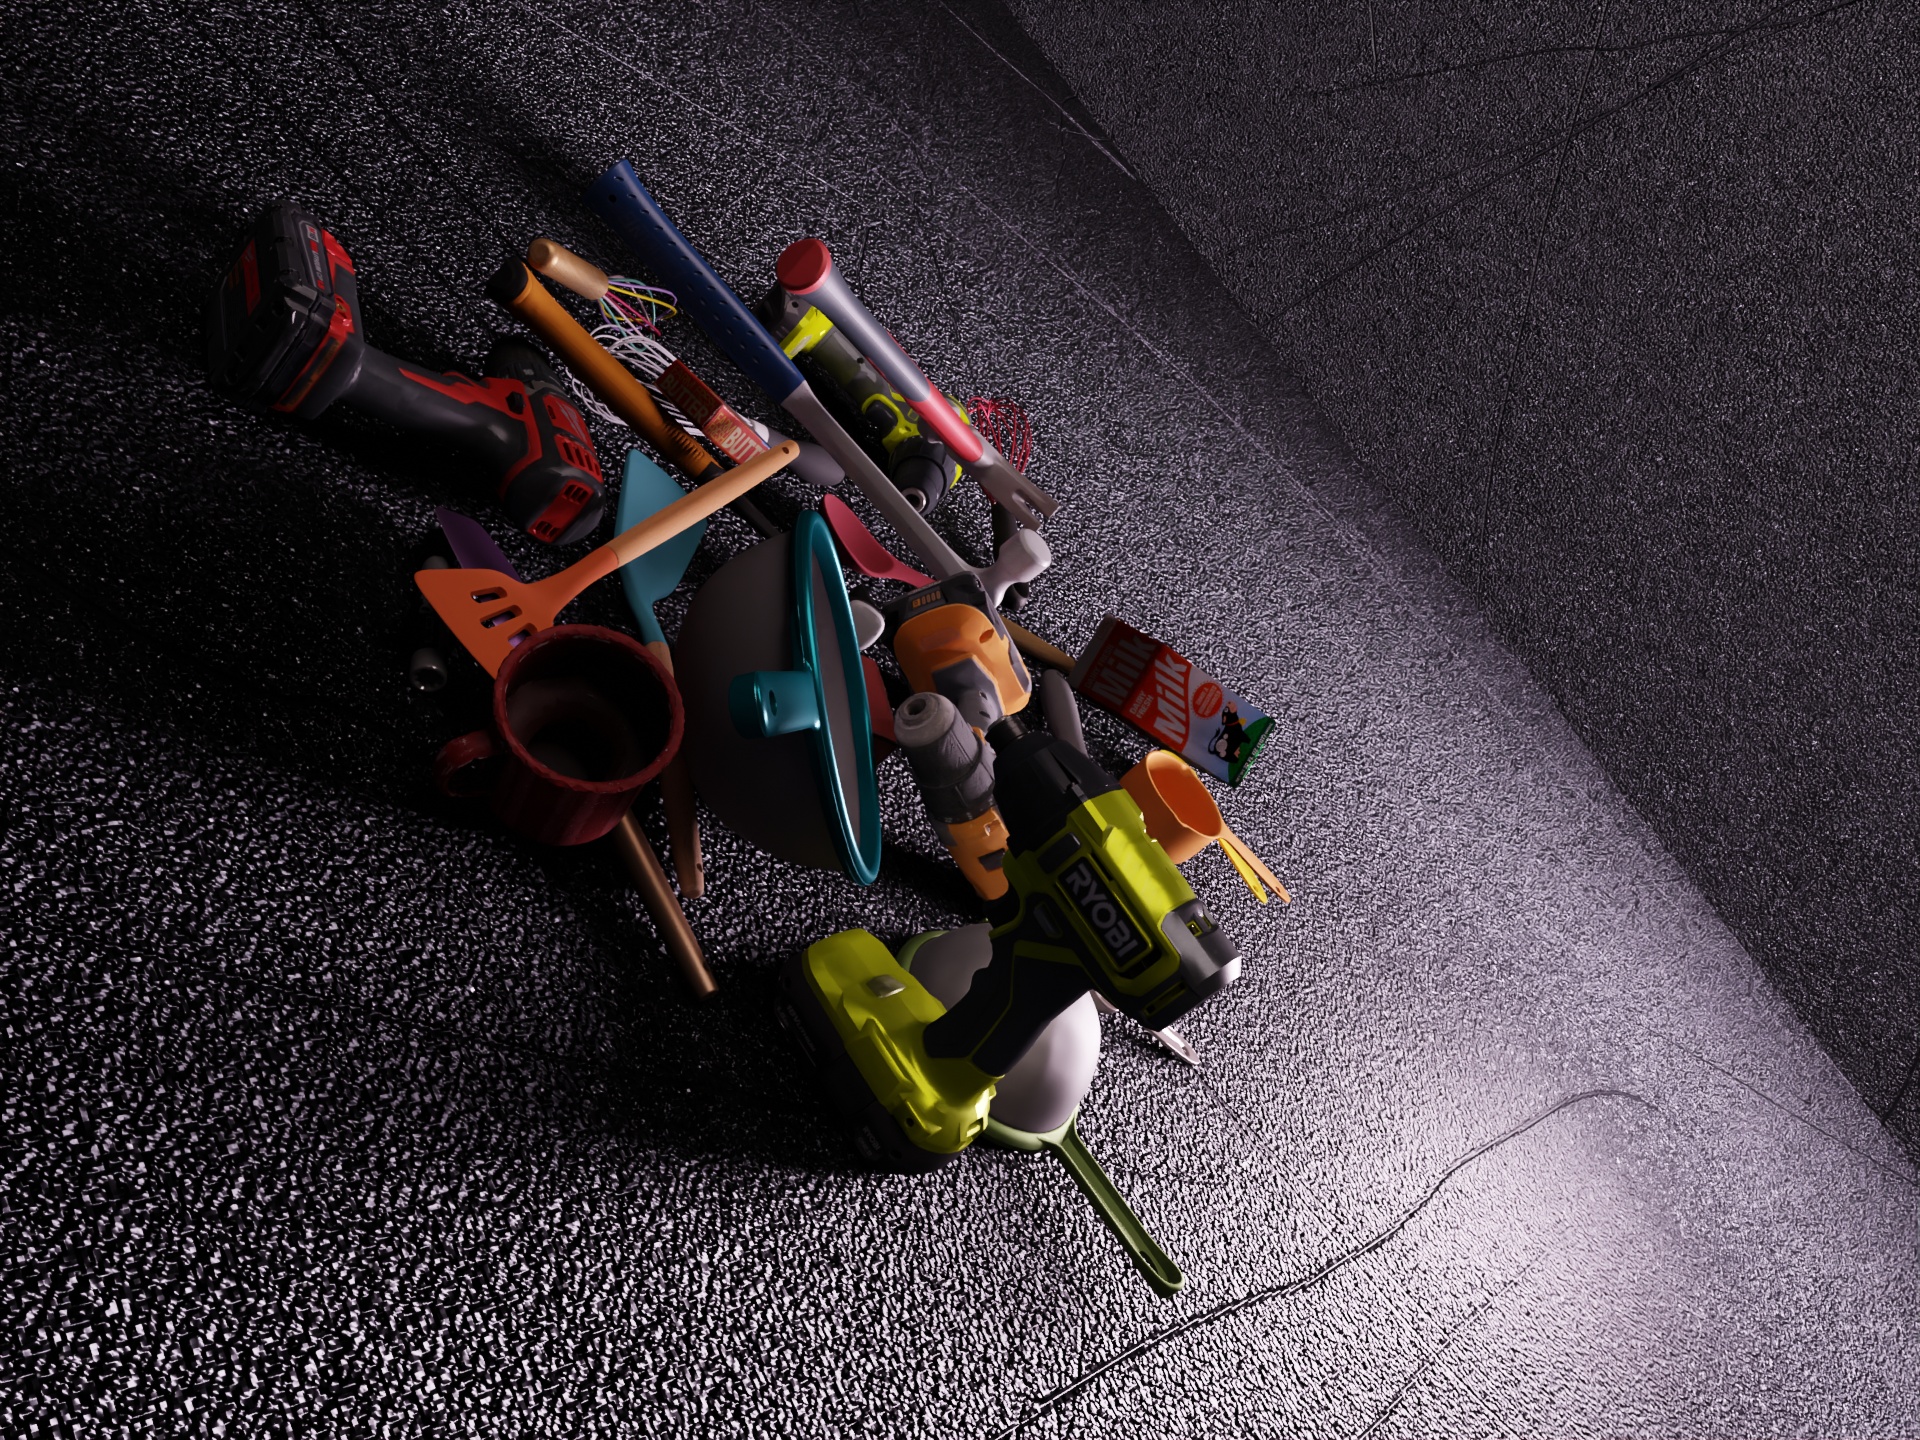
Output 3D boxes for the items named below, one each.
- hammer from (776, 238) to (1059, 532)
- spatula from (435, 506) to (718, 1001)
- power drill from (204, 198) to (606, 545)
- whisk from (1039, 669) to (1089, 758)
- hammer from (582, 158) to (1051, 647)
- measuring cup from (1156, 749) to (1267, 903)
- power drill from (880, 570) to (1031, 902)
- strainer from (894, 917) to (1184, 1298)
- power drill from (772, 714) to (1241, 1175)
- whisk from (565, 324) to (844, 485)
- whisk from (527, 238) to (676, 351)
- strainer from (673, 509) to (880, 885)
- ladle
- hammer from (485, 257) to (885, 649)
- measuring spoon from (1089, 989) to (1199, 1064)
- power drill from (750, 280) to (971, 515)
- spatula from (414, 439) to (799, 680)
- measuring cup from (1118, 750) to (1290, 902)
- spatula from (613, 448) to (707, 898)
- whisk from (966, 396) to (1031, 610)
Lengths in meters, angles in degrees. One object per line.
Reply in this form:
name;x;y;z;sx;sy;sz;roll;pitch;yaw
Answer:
hammer;-0.029;-0.239;1.155;0.143;0.038;0.386;45;6;19
spatula;-0.207;0.012;0.863;0.316;0.018;0.059;59;13;17
power drill;-0.320;-0.210;0.947;0.226;0.080;0.188;26;26;-42
whisk;0.087;0.031;1.254;0.055;0.055;0.239;32;26;-27
hammer;-0.118;-0.223;1.142;0.405;0.144;0.035;48;28;-12
measuring cup;0.207;0.096;1.357;0.157;0.029;0.062;57;28;13
power drill;-0.002;-0.003;1.072;0.226;0.084;0.185;-99;164;-46
strainer;0.065;0.216;0.938;0.256;0.069;0.151;53;27;15
power drill;0.012;0.119;0.822;0.171;0.223;0.080;55;27;14
whisk;-0.178;-0.224;1.196;0.284;0.070;0.070;15;40;-54
whisk;-0.257;-0.305;1.135;0.047;0.051;0.245;24;7;4
strainer;-0.112;-0.005;0.826;0.340;0.095;0.211;-23;104;-86
ladle;-0.003;-0.099;1.313;0.315;0.031;0.069;27;36;-38
hammer;-0.181;-0.178;1.072;0.336;0.034;0.127;44;3;-15
measuring spoon;0.123;0.210;1.099;0.124;0.018;0.034;40;27;-29
power drill;-0.088;-0.283;1.384;0.228;0.080;0.191;42;27;-17
spatula;-0.187;-0.110;0.939;0.081;0.041;0.323;51;43;-4
measuring cup;0.195;0.103;1.303;0.173;0.052;0.095;44;27;-11
spatula;-0.172;-0.030;0.953;0.082;0.044;0.318;45;22;-48
whisk;0.039;-0.210;1.495;0.073;0.073;0.296;29;38;-32
